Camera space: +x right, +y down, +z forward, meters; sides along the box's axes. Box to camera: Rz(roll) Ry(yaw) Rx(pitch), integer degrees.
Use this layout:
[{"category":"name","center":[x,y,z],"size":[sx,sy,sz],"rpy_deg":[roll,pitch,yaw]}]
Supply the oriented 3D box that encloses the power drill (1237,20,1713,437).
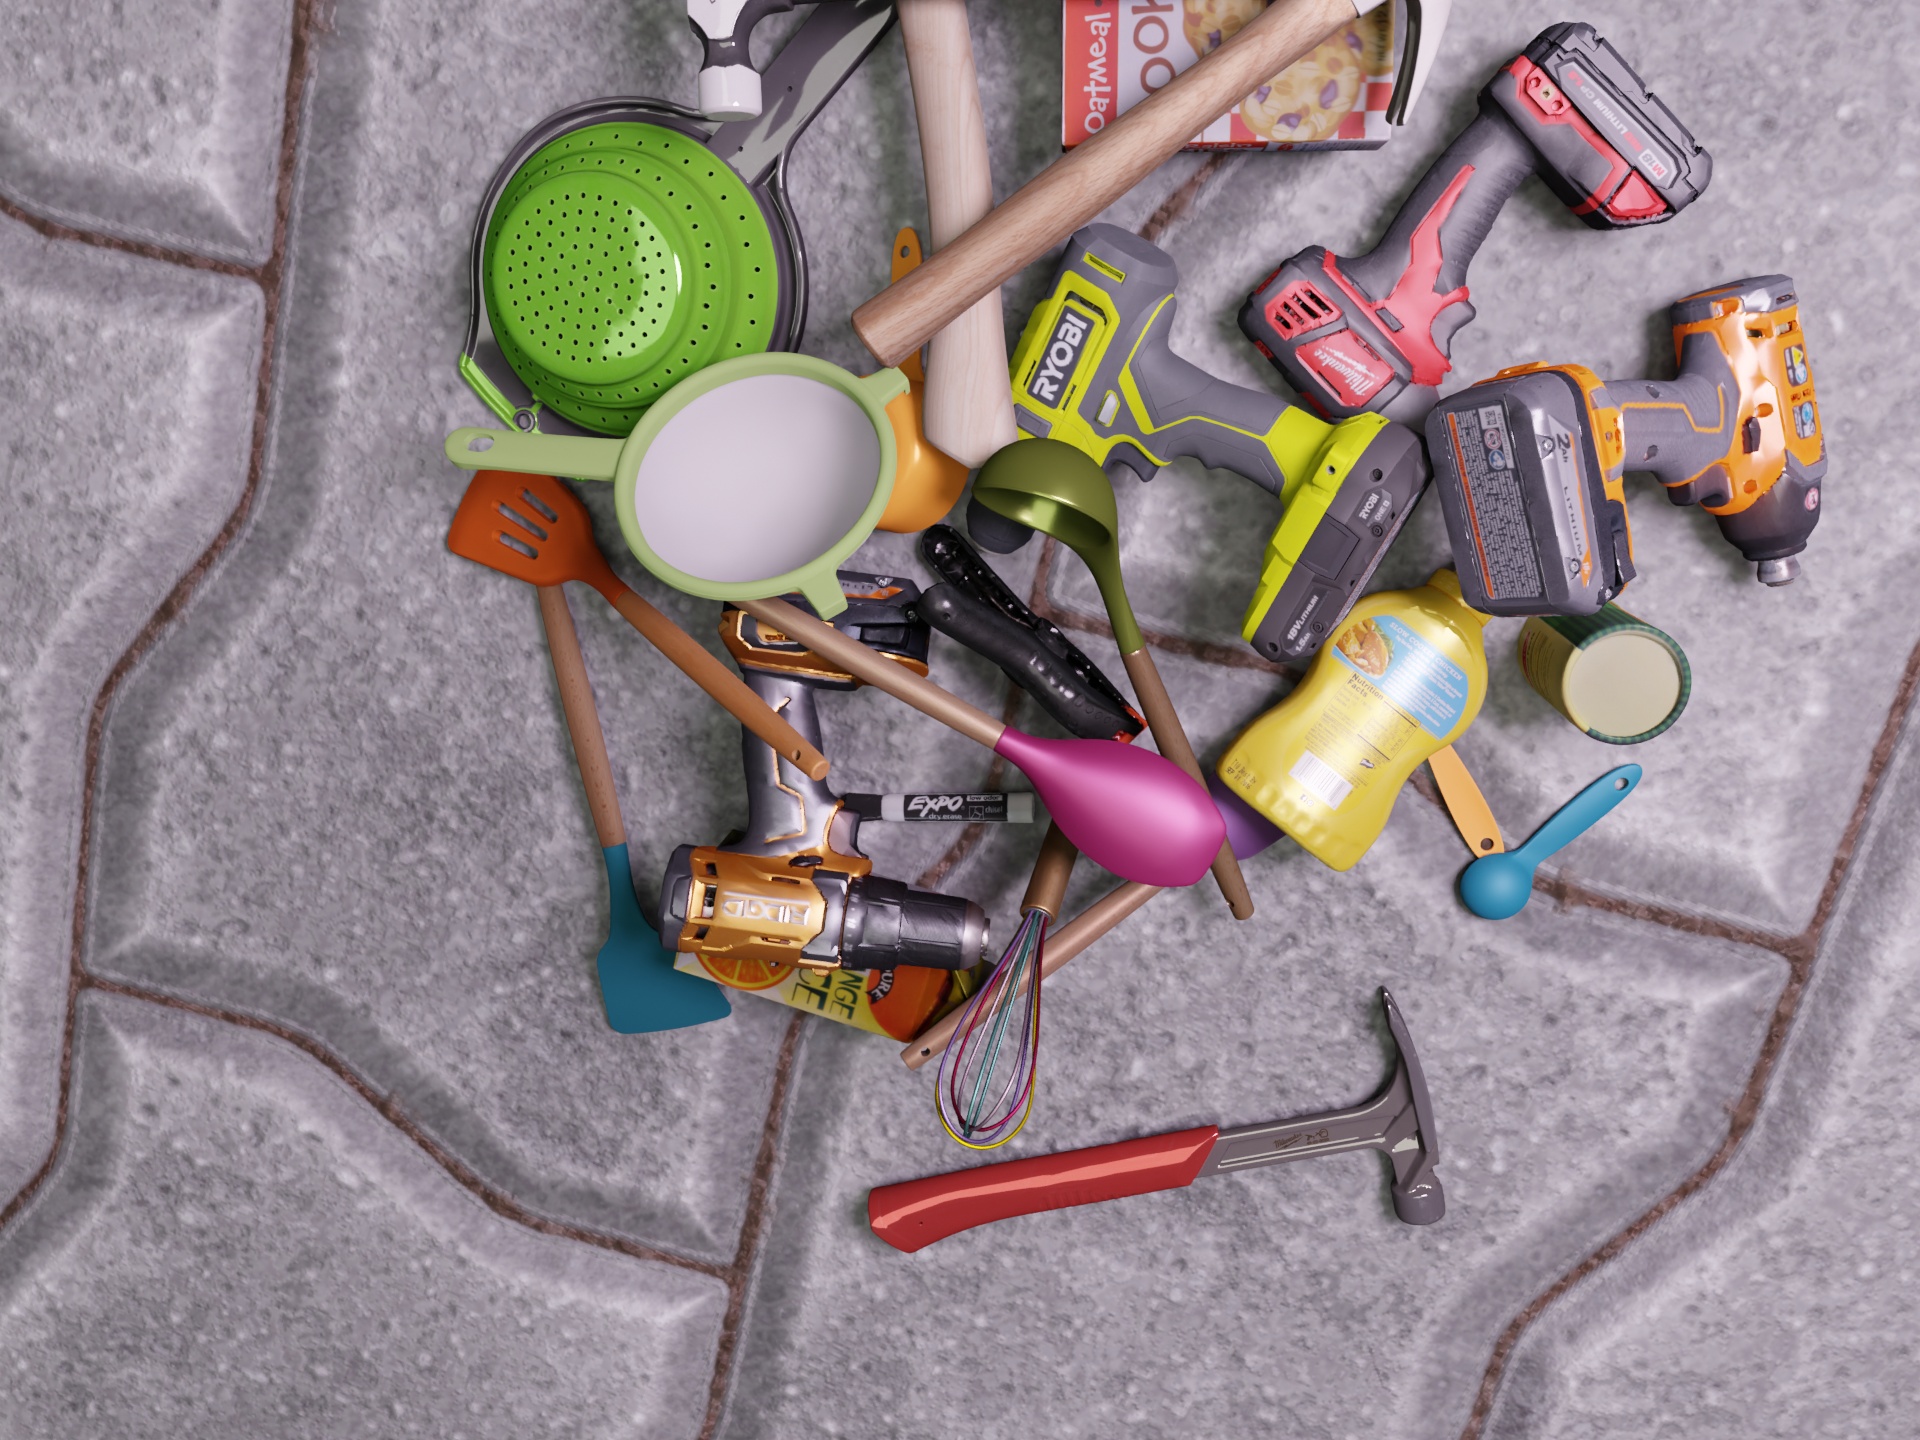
[{"category":"power drill","center":[0.272,-0.241,0.844],"size":[0.219,0.078,0.143],"rpy_deg":[-43,94,17]}]

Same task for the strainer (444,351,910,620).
[{"category":"strainer","center":[-0.153,-0.124,0.862],"size":[0.256,0.069,0.152],"rpy_deg":[8,66,14]}]

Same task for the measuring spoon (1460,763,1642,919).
[{"category":"measuring spoon","center":[0.350,0.072,0.930],"size":[0.042,0.021,0.128],"rpy_deg":[43,103,-16]}]

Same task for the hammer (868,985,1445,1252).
[{"category":"hammer","center":[0.114,0.272,1.002],"size":[0.359,0.037,0.149],"rpy_deg":[-13,101,9]}]

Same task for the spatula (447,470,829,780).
[{"category":"spatula","center":[-0.182,-0.057,0.897],"size":[0.323,0.041,0.081],"rpy_deg":[38,101,34]}]

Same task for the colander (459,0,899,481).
[{"category":"colander","center":[-0.138,-0.302,0.868],"size":[0.204,0.094,0.397],"rpy_deg":[43,104,-4]}]

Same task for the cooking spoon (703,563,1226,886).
[{"category":"cooking spoon","center":[-0.001,-0.003,0.864],"size":[0.319,0.017,0.069],"rpy_deg":[29,94,2]}]

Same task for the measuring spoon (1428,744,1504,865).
[{"category":"measuring spoon","center":[0.292,0.036,0.940],"size":[0.021,0.011,0.117],"rpy_deg":[-29,102,9]}]

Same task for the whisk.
[{"category":"whisk","center":[0.040,0.130,0.894],"size":[0.047,0.245,0.051],"rpy_deg":[7,141,19]}]

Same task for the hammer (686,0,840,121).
[{"category":"hammer","center":[0.033,-0.377,0.778],"size":[0.335,0.035,0.146],"rpy_deg":[0,100,4]}]

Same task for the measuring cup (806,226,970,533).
[{"category":"measuring cup","center":[-0.043,-0.193,0.893],"size":[0.095,0.052,0.173],"rpy_deg":[4,96,31]}]

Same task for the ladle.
[{"category":"ladle","center":[0.095,-0.011,0.868],"size":[0.062,0.078,0.320],"rpy_deg":[-38,116,-25]}]

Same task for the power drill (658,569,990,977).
[{"category":"power drill","center":[-0.065,0.033,0.908],"size":[0.185,0.084,0.226],"rpy_deg":[8,82,2]}]

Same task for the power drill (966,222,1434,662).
[{"category":"power drill","center":[0.118,-0.132,0.861],"size":[0.228,0.080,0.190],"rpy_deg":[34,121,13]}]

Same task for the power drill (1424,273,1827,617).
[{"category":"power drill","center":[0.355,-0.125,0.814],"size":[0.226,0.084,0.164],"rpy_deg":[-22,102,-25]}]

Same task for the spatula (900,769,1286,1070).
[{"category":"spatula","center":[0.094,0.104,0.933],"size":[0.316,0.018,0.059],"rpy_deg":[-36,96,-5]}]

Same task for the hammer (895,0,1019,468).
[{"category":"hammer","center":[-0.001,-0.338,0.823],"size":[0.146,0.038,0.410],"rpy_deg":[-7,98,5]}]

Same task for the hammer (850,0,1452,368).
[{"category":"hammer","center":[0.087,-0.279,0.775],"size":[0.331,0.031,0.130],"rpy_deg":[-34,109,15]}]

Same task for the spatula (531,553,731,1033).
[{"category":"spatula","center":[-0.222,0.051,1.000],"size":[0.082,0.044,0.317],"rpy_deg":[-11,97,10]}]
